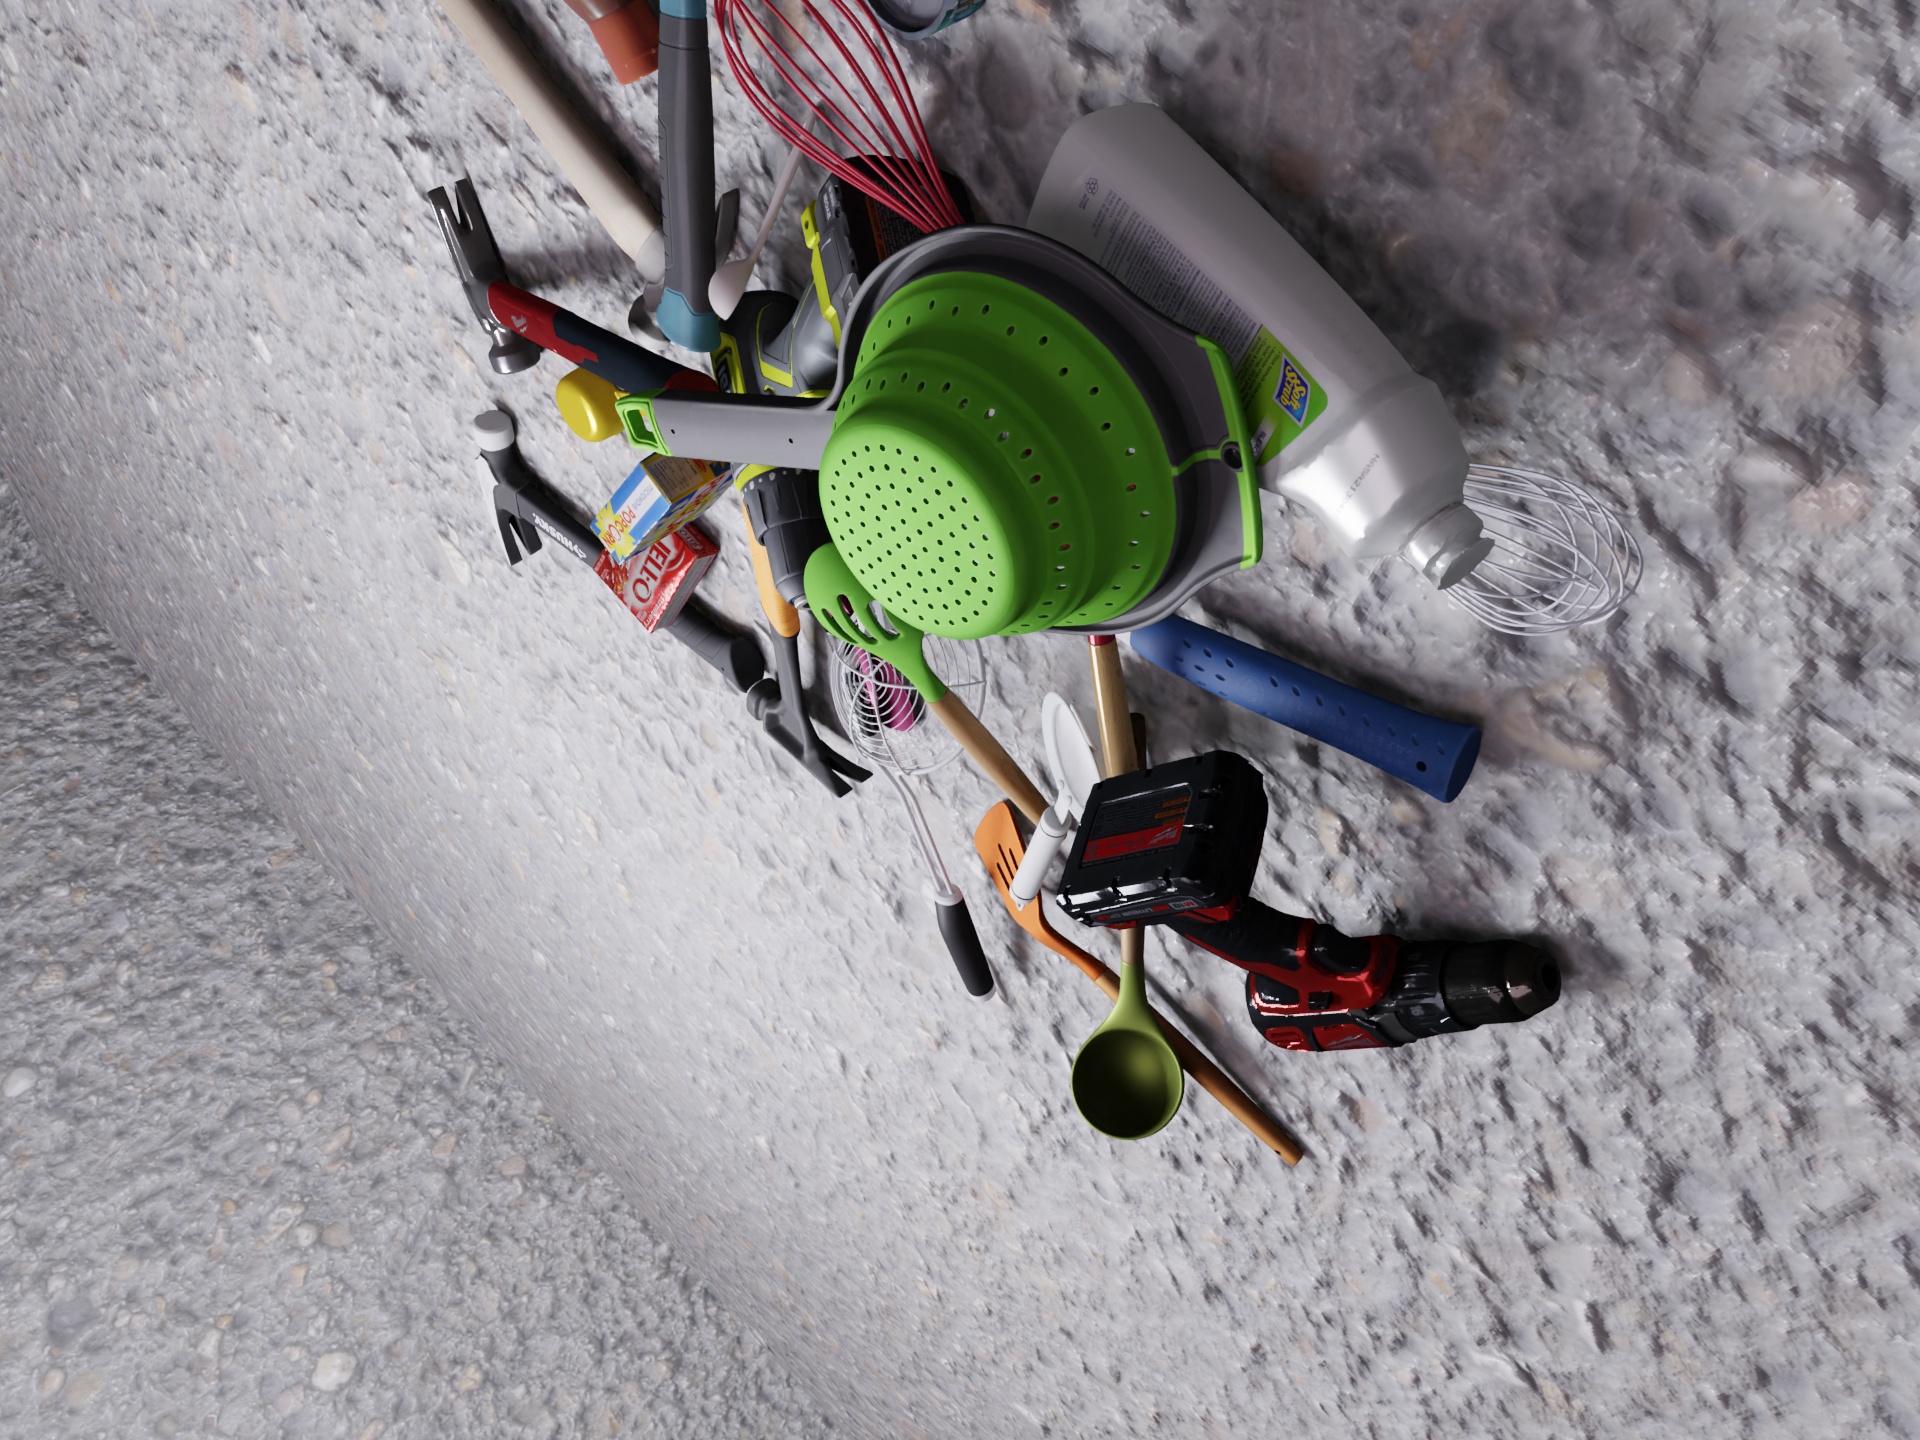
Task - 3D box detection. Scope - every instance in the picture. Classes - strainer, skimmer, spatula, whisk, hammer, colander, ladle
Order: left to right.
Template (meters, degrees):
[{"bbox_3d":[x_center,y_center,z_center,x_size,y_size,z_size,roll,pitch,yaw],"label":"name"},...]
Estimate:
[{"bbox_3d":[-0.290,-0.433,1.006,0.410,0.038,0.146,52,148,1],"label":"hammer"},{"bbox_3d":[-0.263,-0.270,1.062,0.387,0.038,0.143,33,146,50],"label":"hammer"},{"bbox_3d":[-0.286,-0.122,1.323,0.335,0.035,0.146,36,145,24],"label":"hammer"},{"bbox_3d":[-0.147,-0.359,0.840,0.128,0.033,0.330,30,131,32],"label":"hammer"},{"bbox_3d":[-0.125,-0.086,1.118,0.127,0.034,0.336,40,151,31],"label":"hammer"},{"bbox_3d":[-0.056,-0.116,0.750,0.397,0.094,0.204,12,132,39],"label":"colander"},{"bbox_3d":[-0.015,-0.248,0.763,0.295,0.073,0.073,49,150,-12],"label":"whisk"},{"bbox_3d":[-0.006,0.065,1.138,0.127,0.090,0.362,19,144,34],"label":"skimmer"},{"bbox_3d":[0.063,0.058,1.002,0.258,0.050,0.087,108,143,-56],"label":"strainer"},{"bbox_3d":[0.080,-0.021,0.853,0.069,0.031,0.315,10,129,30],"label":"ladle"},{"bbox_3d":[0.090,-0.051,0.882,0.406,0.035,0.144,27,124,31],"label":"hammer"},{"bbox_3d":[0.109,0.140,1.027,0.078,0.062,0.320,5,122,14],"label":"ladle"},{"bbox_3d":[0.122,0.189,1.122,0.322,0.041,0.081,43,151,6],"label":"spatula"},{"bbox_3d":[0.172,-0.113,0.719,0.285,0.070,0.070,34,145,37],"label":"whisk"}]

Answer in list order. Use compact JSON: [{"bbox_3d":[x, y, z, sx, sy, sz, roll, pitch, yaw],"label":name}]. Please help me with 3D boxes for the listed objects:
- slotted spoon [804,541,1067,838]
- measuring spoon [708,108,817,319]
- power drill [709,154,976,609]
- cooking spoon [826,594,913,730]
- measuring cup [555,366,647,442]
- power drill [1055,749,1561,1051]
[{"bbox_3d":[-0.002,-0.003,0.973,0.070,0.031,0.313,-7,145,28],"label":"slotted spoon"},{"bbox_3d":[-0.110,-0.280,0.870,0.018,0.124,0.034,23,-171,-21],"label":"measuring spoon"},{"bbox_3d":[-0.069,-0.182,0.882,0.228,0.080,0.191,-32,68,57],"label":"power drill"},{"bbox_3d":[-0.103,-0.128,1.093,0.069,0.017,0.318,7,128,51],"label":"cooking spoon"},{"bbox_3d":[-0.248,-0.227,1.168,0.157,0.029,0.062,19,136,45],"label":"measuring cup"},{"bbox_3d":[0.185,0.108,0.847,0.226,0.080,0.188,36,149,-26],"label":"power drill"}]
